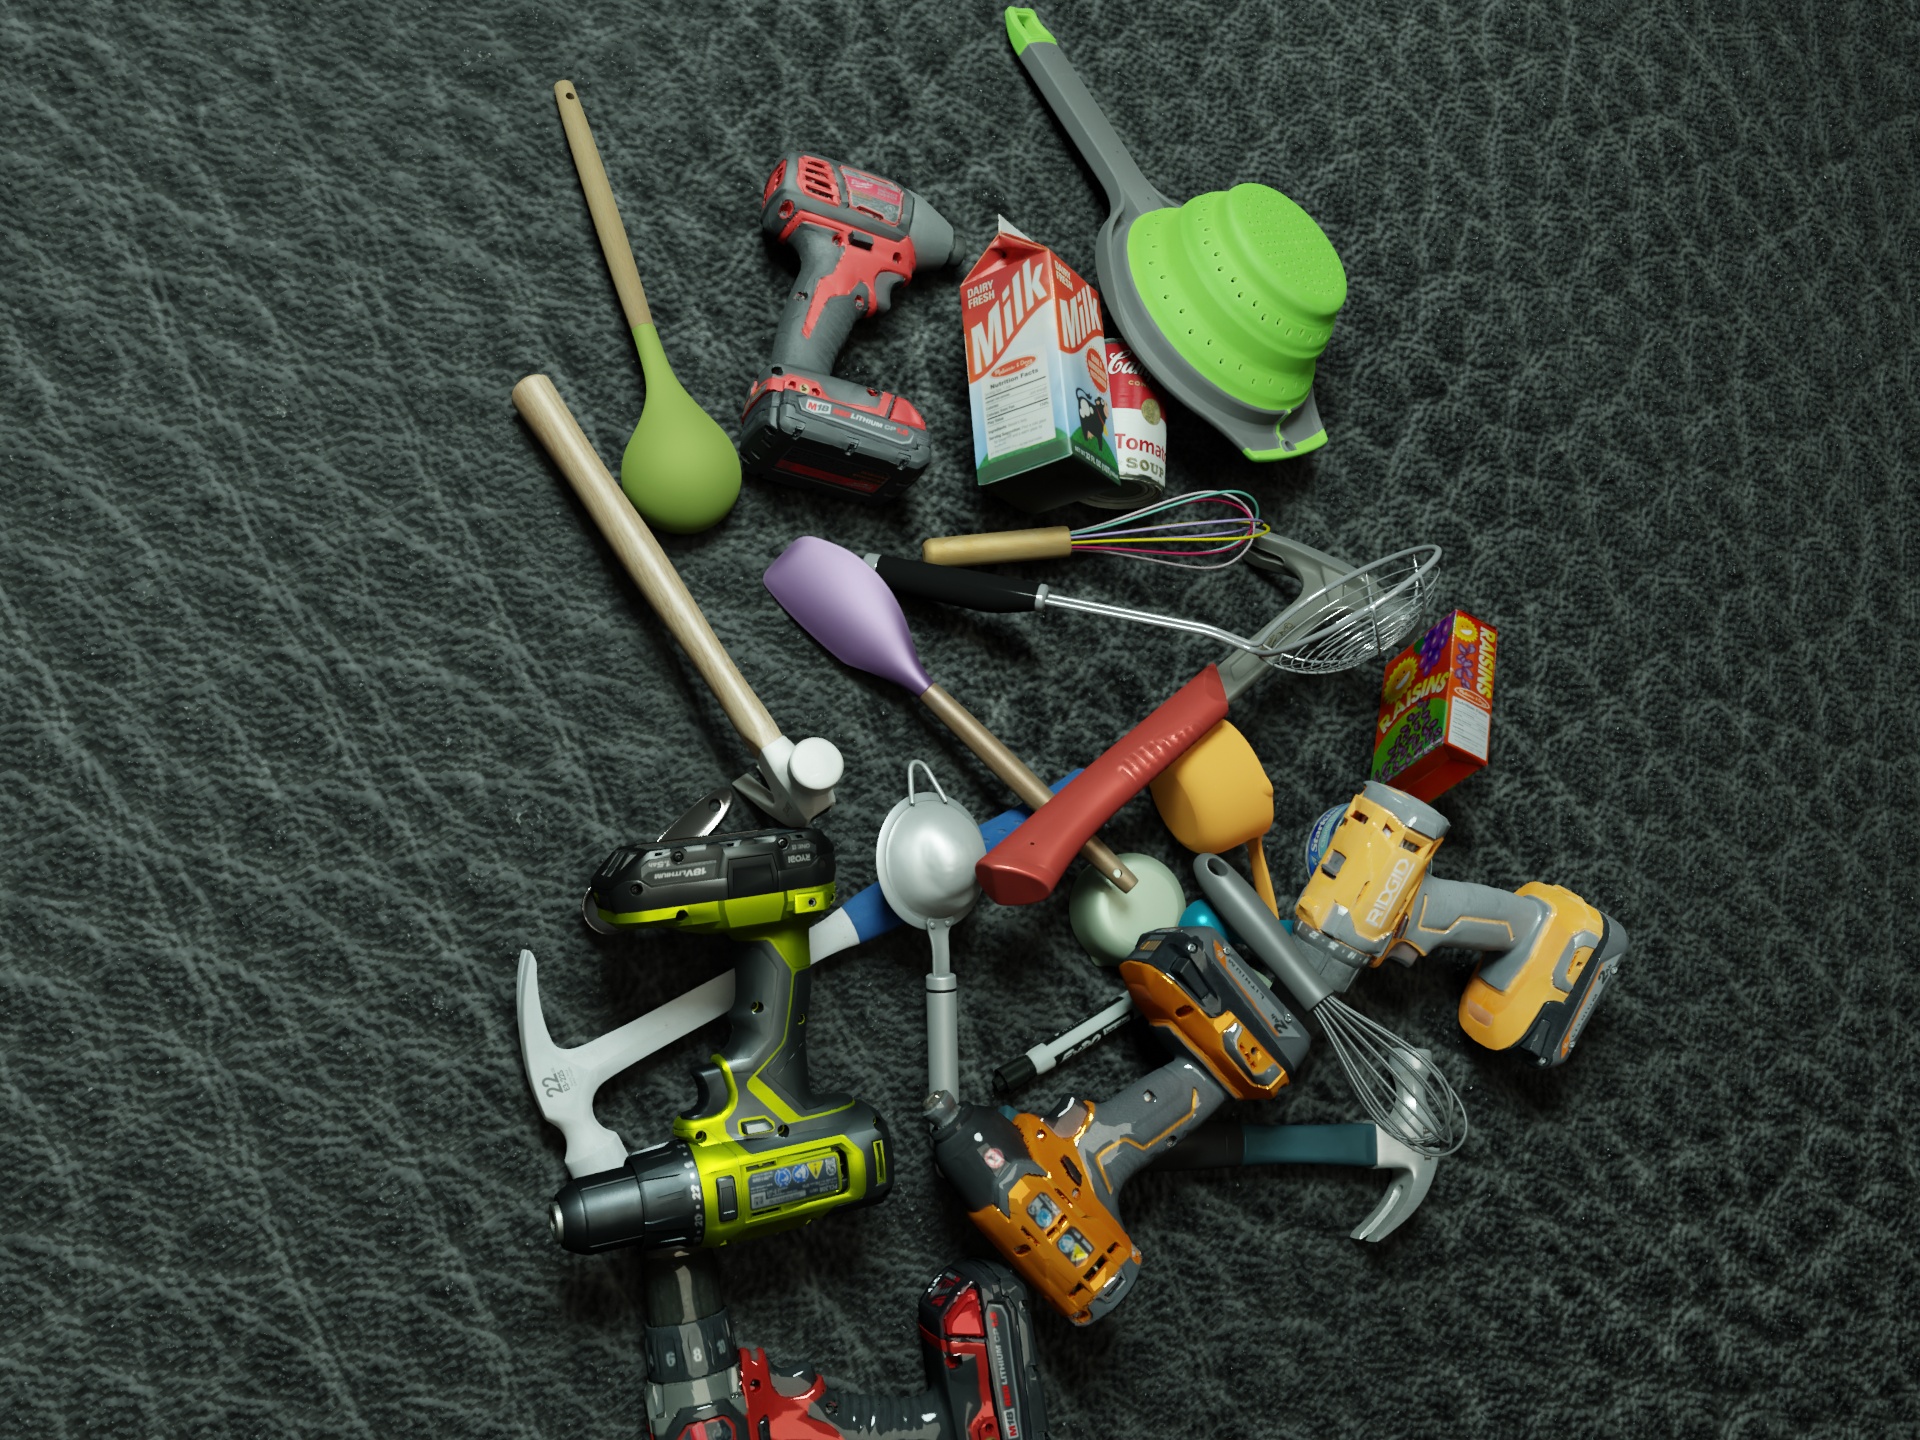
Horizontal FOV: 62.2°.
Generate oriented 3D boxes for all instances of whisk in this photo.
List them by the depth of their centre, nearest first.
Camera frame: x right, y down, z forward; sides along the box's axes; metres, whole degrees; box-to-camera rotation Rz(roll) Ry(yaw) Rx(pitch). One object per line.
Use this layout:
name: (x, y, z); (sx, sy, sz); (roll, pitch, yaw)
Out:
whisk: (0.229, 0.175, 1.008); (0.055, 0.055, 0.239); (-31, 69, -22)
whisk: (0.096, -0.125, 1.091); (0.245, 0.051, 0.047); (-6, 49, -10)

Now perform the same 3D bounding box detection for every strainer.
strainer: (-0.010, 0.154, 0.981); (0.086, 0.050, 0.258); (-2, 92, -39)

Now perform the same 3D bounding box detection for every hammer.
hammer: (-0.179, -0.074, 0.976); (0.031, 0.130, 0.331); (-31, 79, -22)
hammer: (-0.080, 0.127, 0.990); (0.405, 0.035, 0.144); (-26, 98, -23)
hammer: (0.138, -0.005, 1.038); (0.359, 0.036, 0.149); (-38, 50, -26)
hammer: (0.171, 0.280, 1.054); (0.331, 0.033, 0.128); (5, 76, -18)

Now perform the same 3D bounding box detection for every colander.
colander: (0.160, -0.373, 1.124); (0.204, 0.094, 0.397); (-21, 77, -45)

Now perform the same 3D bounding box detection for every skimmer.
skimmer: (0.116, -0.096, 1.020); (0.363, 0.127, 0.090); (11, 109, 10)

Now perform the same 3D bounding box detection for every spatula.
spatula: (-0.002, -0.003, 1.031); (0.316, 0.018, 0.060); (44, 87, 5)

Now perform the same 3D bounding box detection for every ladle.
ladle: (-0.217, -0.271, 1.036); (0.078, 0.062, 0.320); (-14, 77, -26)

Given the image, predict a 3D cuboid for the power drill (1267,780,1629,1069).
power drill: (0.321, 0.163, 1.082); (0.226, 0.084, 0.185); (26, 95, -21)

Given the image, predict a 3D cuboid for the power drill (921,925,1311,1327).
power drill: (0.091, 0.230, 0.976); (0.226, 0.084, 0.164); (-45, 97, -19)

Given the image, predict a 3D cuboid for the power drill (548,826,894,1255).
power drill: (-0.142, 0.182, 0.897); (0.190, 0.080, 0.228); (-6, 90, -25)

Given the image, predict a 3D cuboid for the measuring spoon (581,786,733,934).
measuring spoon: (-0.186, 0.084, 0.984); (0.124, 0.018, 0.034); (-46, 105, -28)

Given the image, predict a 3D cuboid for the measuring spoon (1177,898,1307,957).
measuring spoon: (0.204, 0.145, 1.068); (0.128, 0.021, 0.042); (7, 93, -26)

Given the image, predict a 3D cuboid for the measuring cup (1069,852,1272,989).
measuring cup: (0.153, 0.148, 1.070); (0.167, 0.038, 0.083); (30, 71, -9)

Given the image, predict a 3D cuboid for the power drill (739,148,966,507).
power drill: (-0.069, -0.263, 1.059); (0.143, 0.078, 0.220); (12, 71, -24)

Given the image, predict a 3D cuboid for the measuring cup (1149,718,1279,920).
measuring cup: (0.176, 0.085, 1.080); (0.052, 0.095, 0.173); (-21, 105, -17)

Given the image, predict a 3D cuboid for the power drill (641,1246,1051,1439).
power drill: (-0.074, 0.374, 0.930); (0.226, 0.080, 0.188); (-7, 81, -17)
